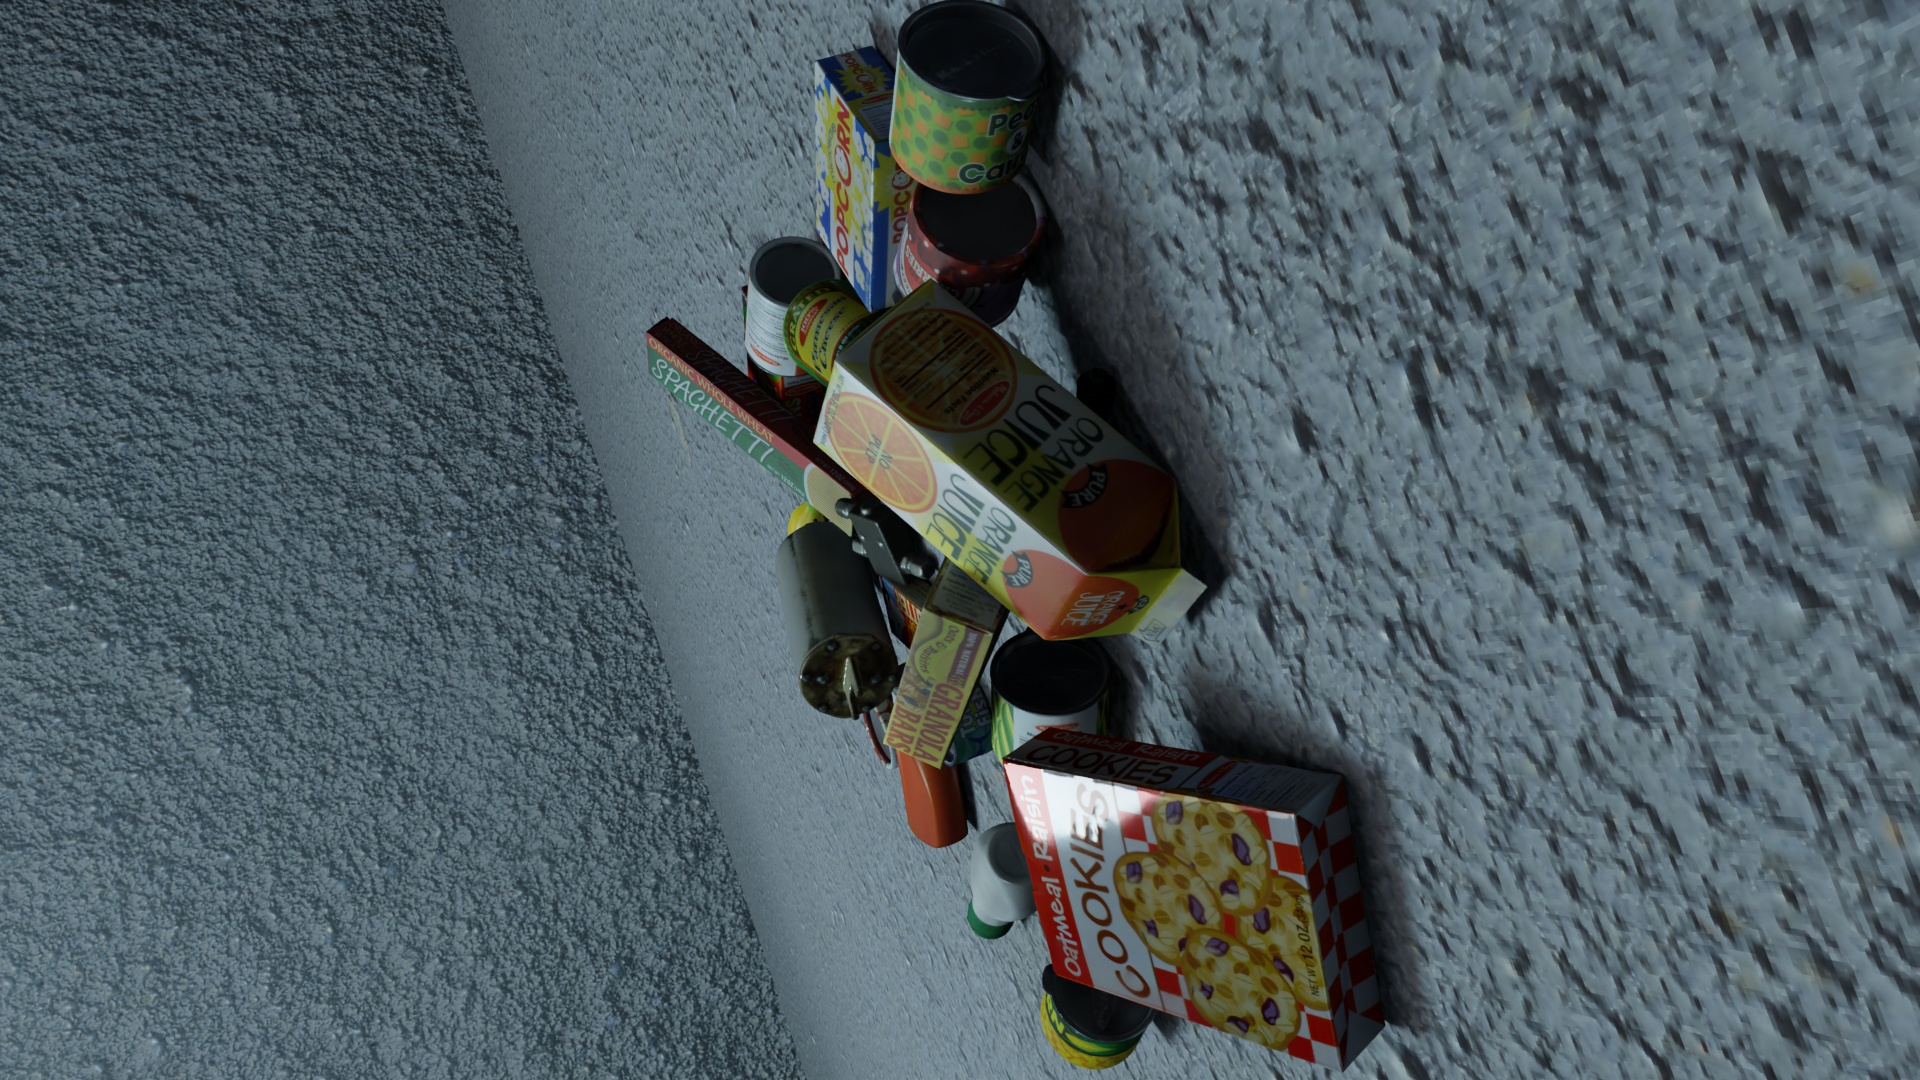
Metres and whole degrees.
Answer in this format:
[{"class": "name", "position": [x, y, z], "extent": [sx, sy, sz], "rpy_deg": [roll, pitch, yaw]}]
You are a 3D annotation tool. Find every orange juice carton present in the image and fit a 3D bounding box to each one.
[{"class": "orange juice carton", "position": [0.028, -0.025, 0.647], "extent": [0.193, 0.073, 0.071], "rpy_deg": [40, 150, 9]}]

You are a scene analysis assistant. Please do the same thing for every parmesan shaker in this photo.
[{"class": "parmesan shaker", "position": [-0.064, -0.126, 0.888], "extent": [0.103, 0.071, 0.071], "rpy_deg": [40, 144, 56]}]

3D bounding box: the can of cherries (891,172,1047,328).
[{"class": "can of cherries", "position": [0.002, -0.142, 0.675], "extent": [0.071, 0.072, 0.058], "rpy_deg": [65, 159, 17]}]

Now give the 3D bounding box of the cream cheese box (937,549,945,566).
[{"class": "cream cheese box", "position": [0.003, -0.011, 0.866], "extent": [0.053, 0.024, 0.103], "rpy_deg": [46, 148, 51]}]

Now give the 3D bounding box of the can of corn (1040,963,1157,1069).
[{"class": "can of corn", "position": [0.082, 0.281, 0.848], "extent": [0.071, 0.071, 0.058], "rpy_deg": [59, 158, 31]}]

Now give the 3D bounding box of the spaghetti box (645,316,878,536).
[{"class": "spaghetti box", "position": [-0.162, -0.094, 1.108], "extent": [0.250, 0.029, 0.049], "rpy_deg": [38, 144, 23]}]

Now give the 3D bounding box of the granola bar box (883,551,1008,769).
[{"class": "granola bar box", "position": [0.007, 0.034, 0.752], "extent": [0.039, 0.125, 0.164], "rpy_deg": [23, 147, 4]}]

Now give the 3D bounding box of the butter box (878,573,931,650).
[{"class": "butter box", "position": [-0.028, 0.058, 1.015], "extent": [0.103, 0.024, 0.053], "rpy_deg": [34, 140, 61]}]

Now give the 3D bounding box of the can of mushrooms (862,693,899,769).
[{"class": "can of mushrooms", "position": [-0.057, 0.156, 1.174], "extent": [0.071, 0.033, 0.070], "rpy_deg": [54, 156, 40]}]

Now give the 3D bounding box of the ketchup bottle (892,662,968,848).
[{"class": "ketchup bottle", "position": [-0.027, 0.165, 1.083], "extent": [0.065, 0.044, 0.148], "rpy_deg": [40, 143, 55]}]

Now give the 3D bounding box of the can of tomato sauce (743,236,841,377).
[{"class": "can of tomato sauce", "position": [-0.121, -0.170, 1.003], "extent": [0.071, 0.071, 0.082], "rpy_deg": [64, 159, 22]}]

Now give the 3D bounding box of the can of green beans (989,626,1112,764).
[{"class": "can of green beans", "position": [0.050, 0.091, 0.768], "extent": [0.071, 0.071, 0.057], "rpy_deg": [52, 154, 43]}]

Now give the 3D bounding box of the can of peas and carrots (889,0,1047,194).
[{"class": "can of peas and carrots", "position": [0.004, -0.199, 0.629], "extent": [0.071, 0.071, 0.058], "rpy_deg": [62, 159, 26]}]

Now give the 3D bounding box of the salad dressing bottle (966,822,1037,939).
[{"class": "salad dressing bottle", "position": [0.030, 0.251, 1.006], "extent": [0.064, 0.044, 0.147], "rpy_deg": [60, 159, 25]}]

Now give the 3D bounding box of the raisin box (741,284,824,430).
[{"class": "raisin box", "position": [-0.143, -0.139, 1.132], "extent": [0.086, 0.040, 0.122], "rpy_deg": [55, 154, 36]}]

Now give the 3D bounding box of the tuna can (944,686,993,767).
[{"class": "tuna can", "position": [-0.003, 0.126, 0.996], "extent": [0.071, 0.033, 0.070], "rpy_deg": [54, 154, 41]}]

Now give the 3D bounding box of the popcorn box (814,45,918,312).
[{"class": "popcorn box", "position": [-0.052, -0.209, 0.815], "extent": [0.126, 0.038, 0.085], "rpy_deg": [97, 149, -51]}]

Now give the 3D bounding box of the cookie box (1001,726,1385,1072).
[{"class": "cookie box", "position": [0.101, 0.158, 0.637], "extent": [0.167, 0.040, 0.122], "rpy_deg": [2, 111, 47]}]
